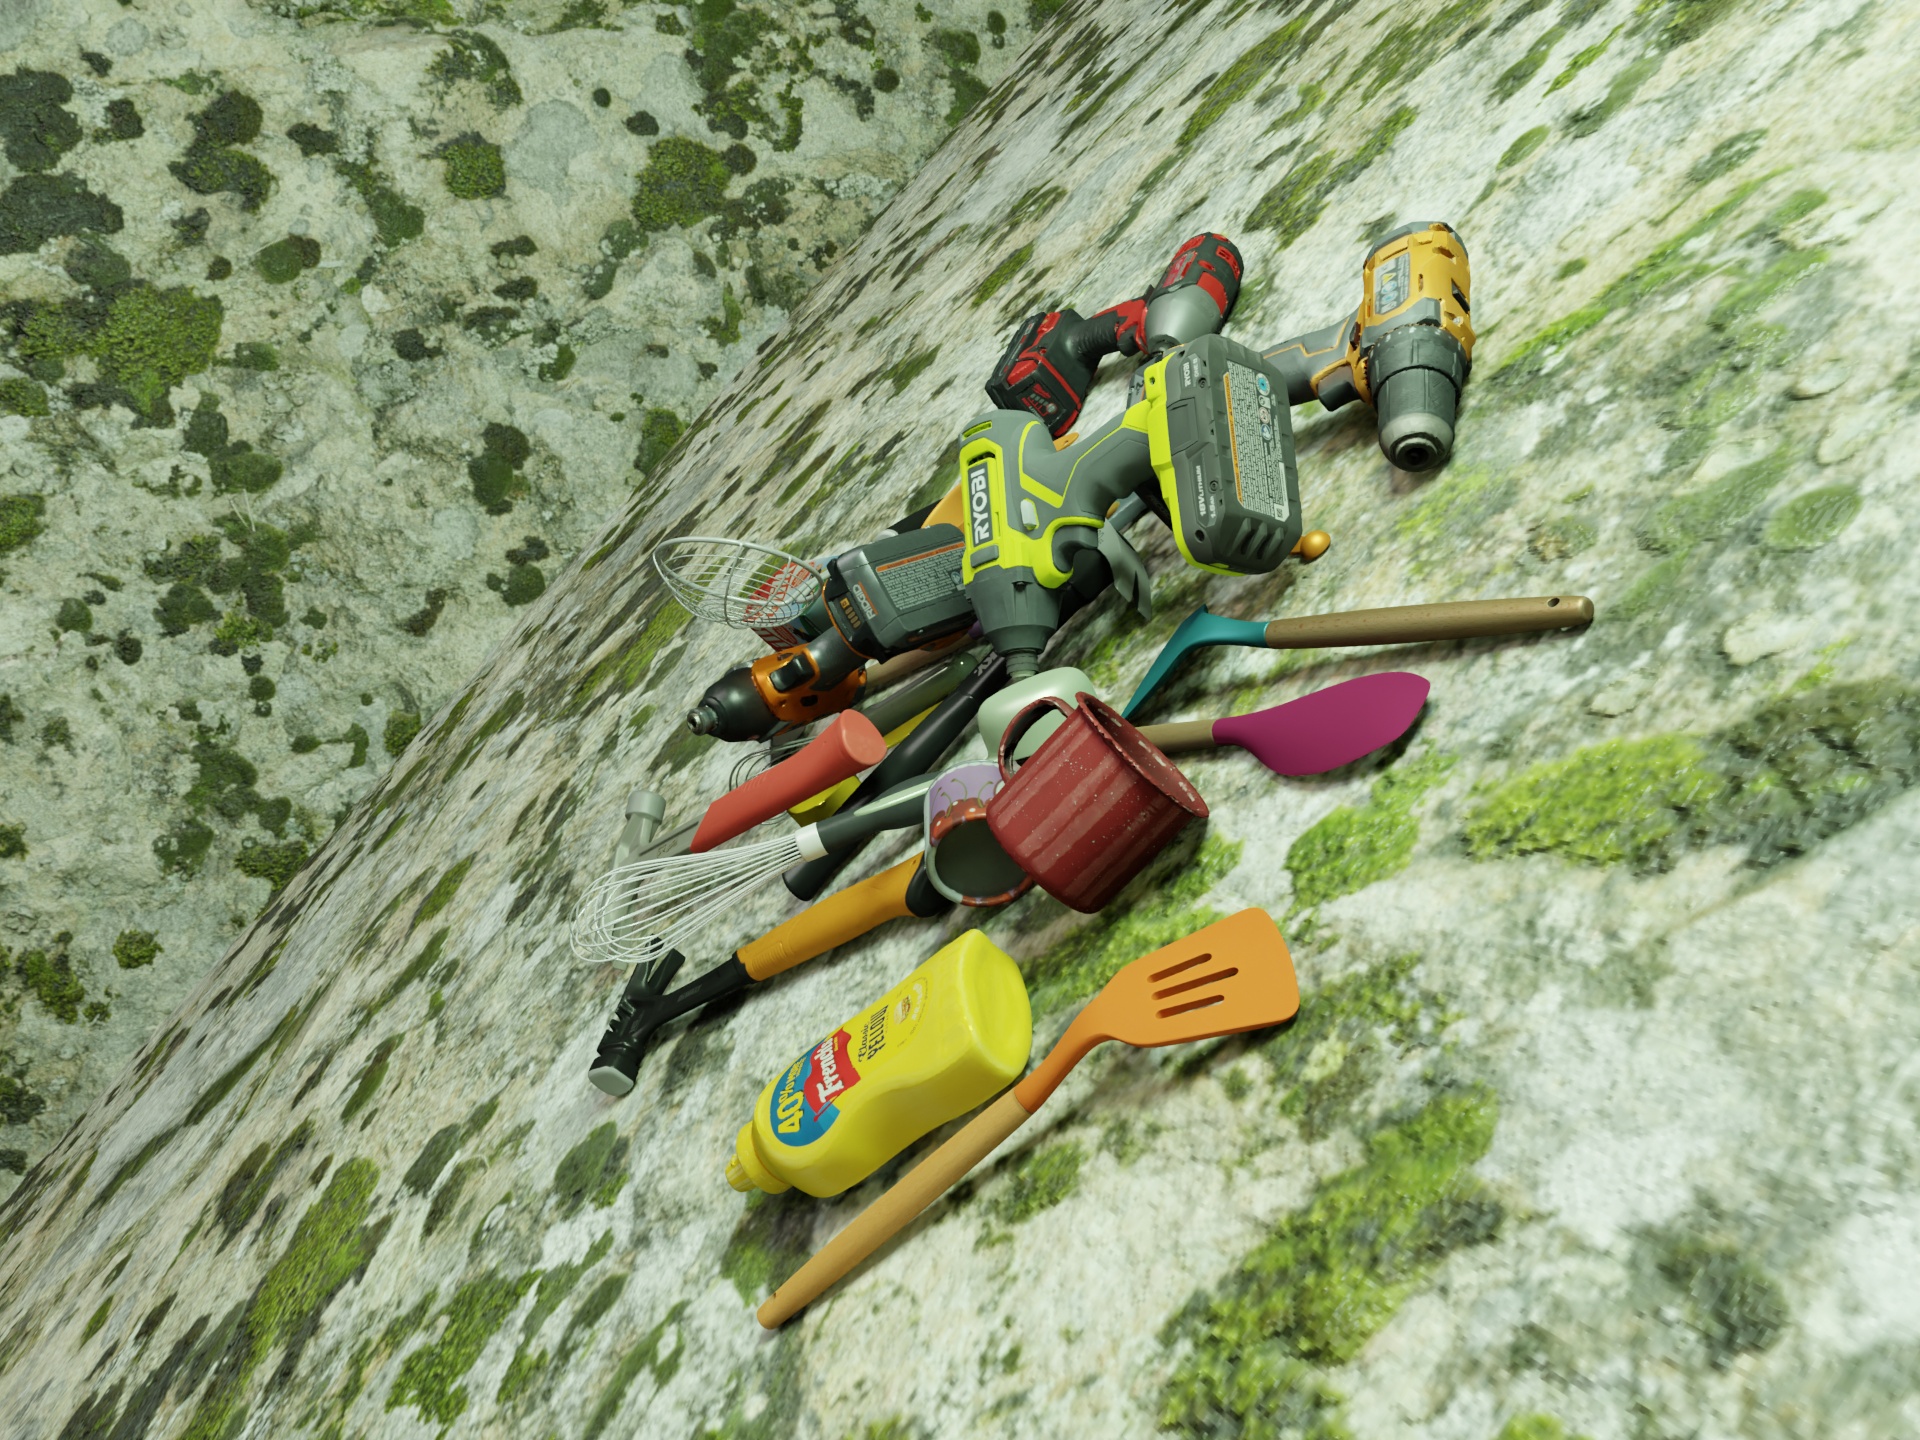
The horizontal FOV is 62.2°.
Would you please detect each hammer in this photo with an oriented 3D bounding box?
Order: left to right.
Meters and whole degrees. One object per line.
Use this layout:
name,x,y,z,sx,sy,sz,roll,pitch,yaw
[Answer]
hammer,-0.172,0.079,1.181,0.359,0.036,0.149,-27,48,47
hammer,-0.124,0.151,1.061,0.337,0.034,0.127,-29,29,36
hammer,-0.002,-0.003,1.089,0.335,0.035,0.146,-47,28,5

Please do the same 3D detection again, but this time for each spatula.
spatula,-0.006,-0.063,1.229,0.316,0.018,0.060,-22,33,43
spatula,0.020,0.197,0.743,0.322,0.041,0.081,-44,22,18
spatula,0.191,-0.040,0.835,0.317,0.044,0.082,-1,48,54

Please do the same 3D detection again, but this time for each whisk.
whisk,-0.128,0.092,1.051,0.284,0.070,0.070,-22,25,3
whisk,-0.085,0.012,1.211,0.246,0.059,0.058,-31,-1,26

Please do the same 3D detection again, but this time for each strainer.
strainer,-0.178,-0.008,1.417,0.258,0.050,0.087,-168,76,-70

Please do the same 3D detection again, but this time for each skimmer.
skimmer,-0.099,-0.157,1.293,0.127,0.090,0.363,-3,20,34

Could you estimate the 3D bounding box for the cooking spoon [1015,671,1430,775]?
cooking spoon,0.125,0.009,0.871,0.069,0.017,0.319,-52,22,-26

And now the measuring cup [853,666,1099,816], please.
measuring cup,0.007,0.011,0.961,0.167,0.038,0.083,-23,7,-14

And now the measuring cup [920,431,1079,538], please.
measuring cup,0.043,-0.175,1.287,0.173,0.052,0.095,-27,29,36

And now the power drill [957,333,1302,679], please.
power drill,0.091,-0.126,0.964,0.223,0.080,0.171,-16,73,45

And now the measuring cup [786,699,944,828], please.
measuring cup,-0.056,0.032,1.164,0.156,0.029,0.062,-33,23,4

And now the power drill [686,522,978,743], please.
power drill,-0.098,-0.052,1.181,0.164,0.084,0.226,-23,-8,-45

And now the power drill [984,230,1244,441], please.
power drill,0.131,-0.317,1.341,0.220,0.078,0.143,-17,37,46

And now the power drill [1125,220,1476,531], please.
power drill,0.209,-0.193,0.982,0.226,0.084,0.185,-22,42,36

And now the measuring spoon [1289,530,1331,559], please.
measuring spoon,0.187,-0.111,0.970,0.021,0.011,0.117,-50,22,-8
